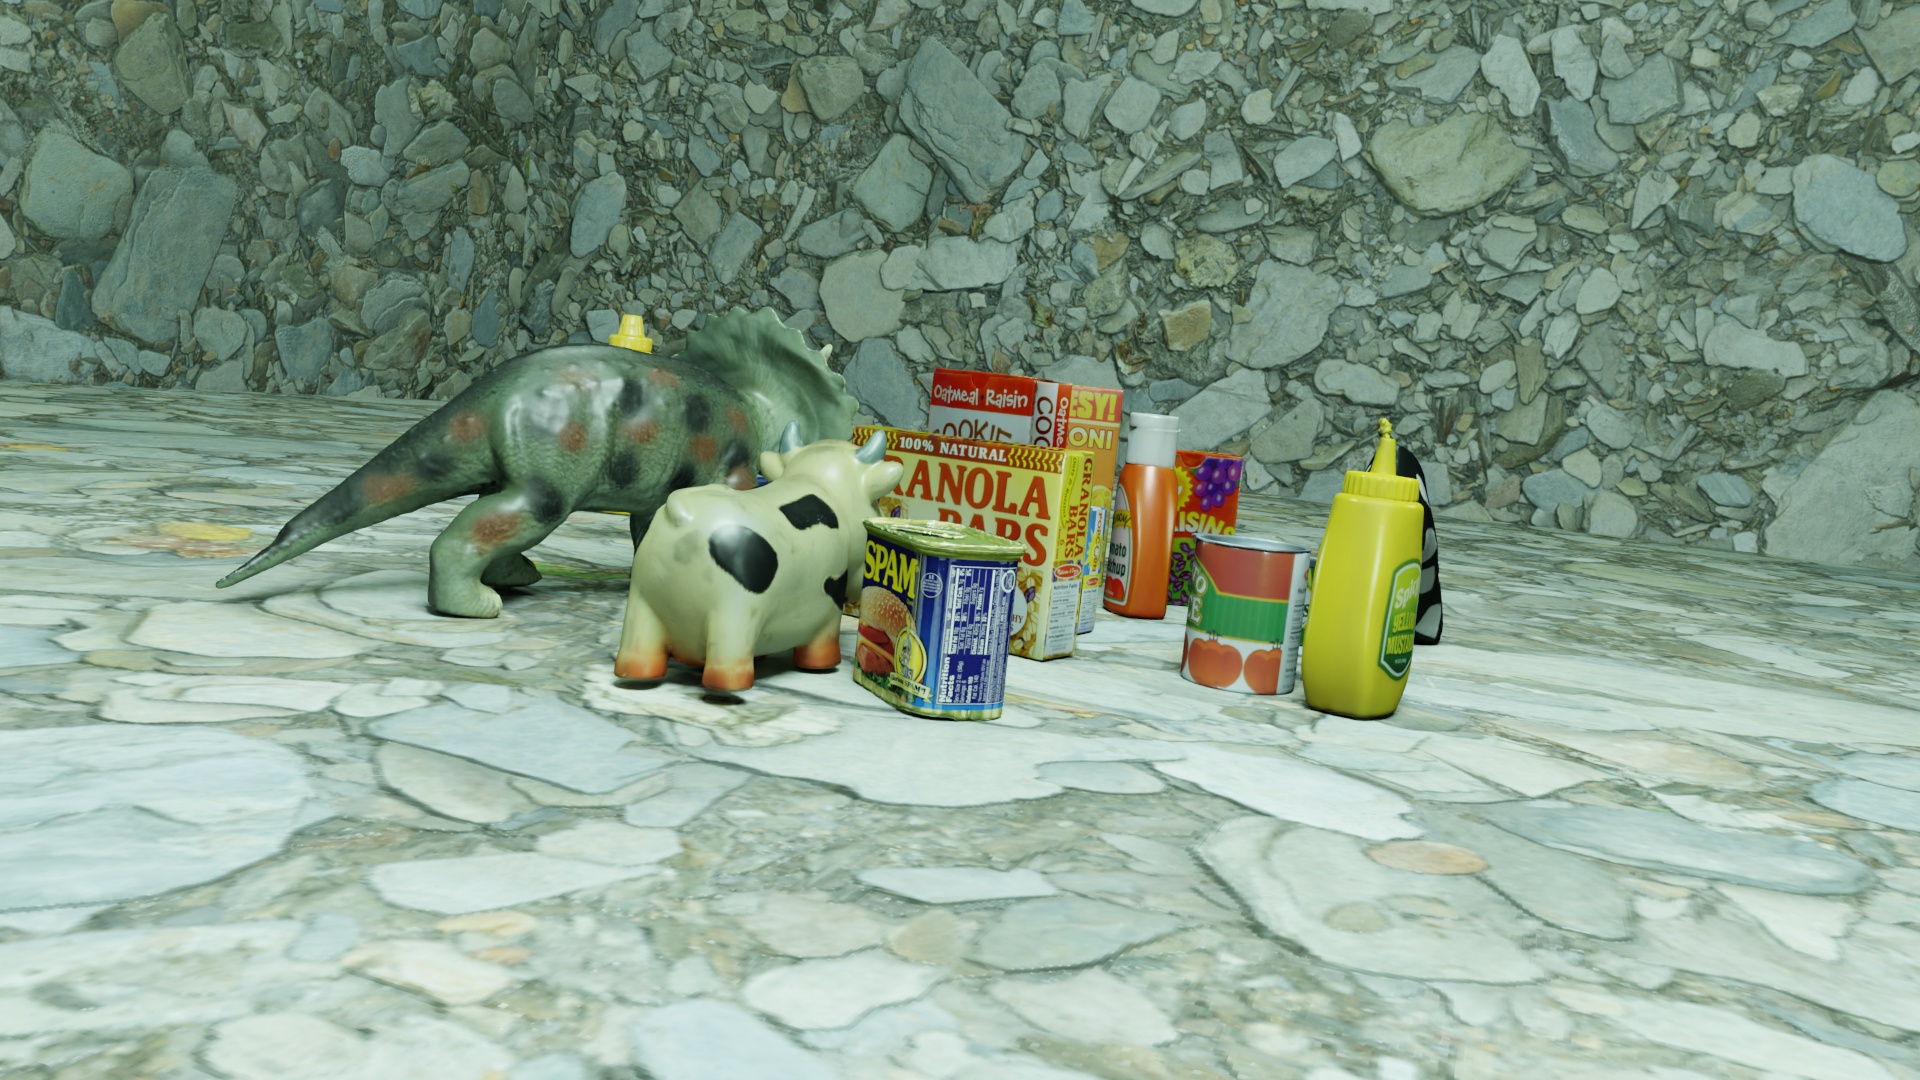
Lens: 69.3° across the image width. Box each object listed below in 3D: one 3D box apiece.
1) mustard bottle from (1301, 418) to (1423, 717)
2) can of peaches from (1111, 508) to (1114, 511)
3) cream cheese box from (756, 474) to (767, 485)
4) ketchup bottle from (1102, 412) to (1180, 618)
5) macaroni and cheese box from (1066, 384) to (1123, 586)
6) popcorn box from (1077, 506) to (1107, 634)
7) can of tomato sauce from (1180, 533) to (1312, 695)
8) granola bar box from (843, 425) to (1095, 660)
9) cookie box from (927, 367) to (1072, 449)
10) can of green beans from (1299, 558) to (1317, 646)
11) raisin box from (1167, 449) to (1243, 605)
[{"bbox_3d":[0.221,0.014,0.751,0.049,0.160,0.065,10,7,38],"label":"mustard bottle"},{"bbox_3d":[0.170,0.002,1.282,0.071,0.058,0.071,6,6,0],"label":"can of peaches"},{"bbox_3d":[-0.193,-0.042,1.368,0.104,0.053,0.024,3,6,-22],"label":"cream cheese box"},{"bbox_3d":[0.136,-0.019,1.028,0.043,0.148,0.065,4,6,-13],"label":"ketchup bottle"},{"bbox_3d":[0.067,-0.051,1.169,0.124,0.166,0.040,5,6,-4],"label":"macaroni and cheese box"},{"bbox_3d":[0.032,0.012,0.942,0.127,0.085,0.038,9,6,26],"label":"popcorn box"},{"bbox_3d":[0.162,0.041,0.802,0.071,0.083,0.071,6,6,0],"label":"can of tomato sauce"},{"bbox_3d":[0.000,-0.002,0.862,0.165,0.124,0.039,10,7,37],"label":"granola bar box"},{"bbox_3d":[0.022,-0.043,1.056,0.040,0.167,0.123,1,7,-39],"label":"cookie box"},{"bbox_3d":[0.222,0.040,0.982,0.071,0.057,0.071,6,6,0],"label":"can of green beans"},{"bbox_3d":[0.173,-0.011,1.106,0.086,0.123,0.040,5,6,-7],"label":"raisin box"}]
